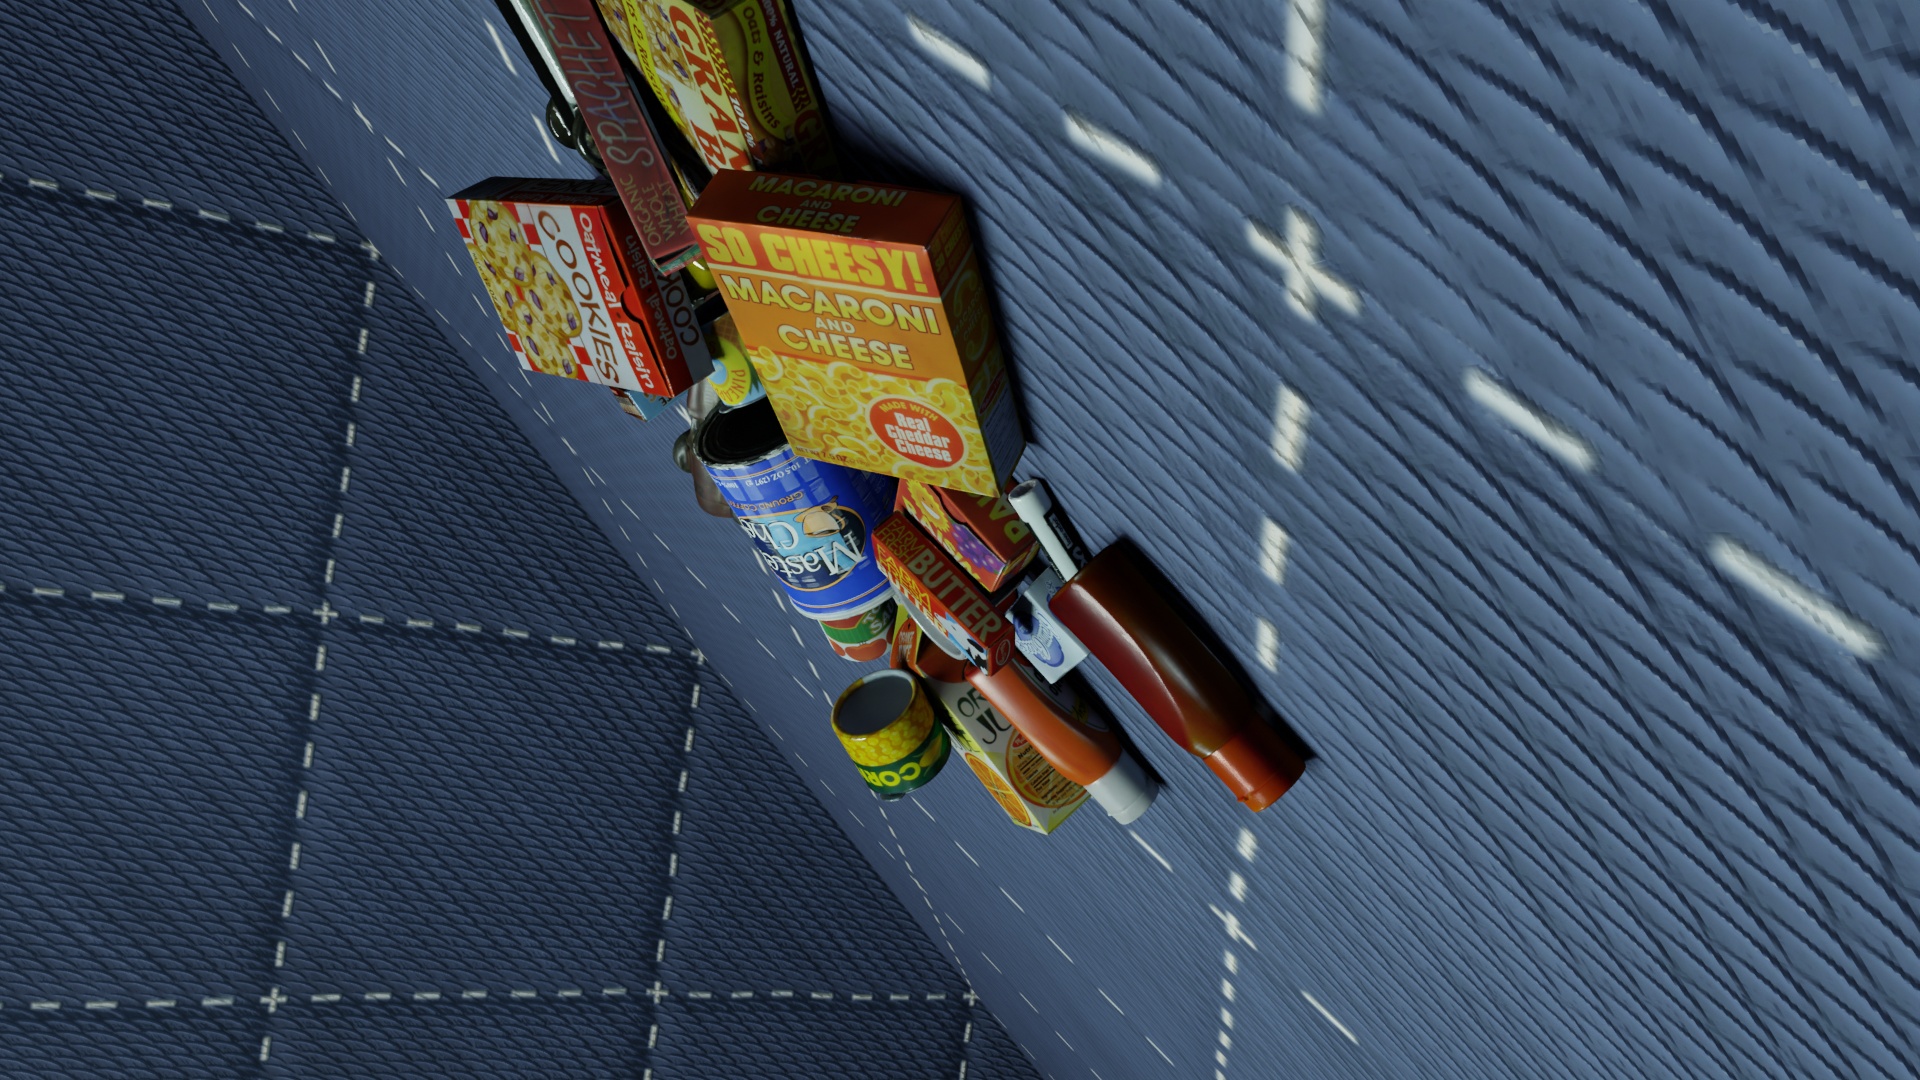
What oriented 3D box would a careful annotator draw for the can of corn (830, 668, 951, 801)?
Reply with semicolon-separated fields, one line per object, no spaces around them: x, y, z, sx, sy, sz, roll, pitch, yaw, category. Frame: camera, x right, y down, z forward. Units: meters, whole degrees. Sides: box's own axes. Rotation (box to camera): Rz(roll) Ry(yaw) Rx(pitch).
-0.048;0.131;0.942;0.071;0.071;0.058;28;151;51;can of corn

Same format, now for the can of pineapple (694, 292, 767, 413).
-0.138;-0.124;0.876;0.057;0.071;0.071;58;162;-25;can of pineapple

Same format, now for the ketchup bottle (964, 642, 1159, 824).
0.068;0.123;0.916;0.149;0.043;0.065;46;-162;-5;ketchup bottle

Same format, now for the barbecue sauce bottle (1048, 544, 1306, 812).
0.110;0.071;0.703;0.148;0.044;0.064;47;163;6;barbecue sauce bottle

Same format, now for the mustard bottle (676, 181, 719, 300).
-0.174;-0.182;0.880;0.065;0.049;0.160;54;163;-10;mustard bottle

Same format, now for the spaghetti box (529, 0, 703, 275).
-0.192;-0.253;0.694;0.050;0.029;0.249;-150;35;-82;spaghetti box

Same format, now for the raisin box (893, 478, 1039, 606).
0.003;-0.010;0.813;0.086;0.040;0.123;48;163;9;raisin box

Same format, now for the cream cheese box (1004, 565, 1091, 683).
0.056;0.053;0.841;0.053;0.024;0.103;47;164;6;cream cheese box

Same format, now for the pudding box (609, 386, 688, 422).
-0.224;-0.129;1.068;0.050;0.084;0.030;25;150;56;pudding box

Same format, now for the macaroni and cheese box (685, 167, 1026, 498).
-0.044;-0.097;0.663;0.124;0.040;0.165;12;147;23;macaroni and cheese box

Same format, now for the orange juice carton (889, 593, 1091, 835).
0.018;0.108;0.977;0.192;0.073;0.071;52;164;-6;orange juice carton

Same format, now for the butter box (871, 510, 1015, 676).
-0.010;0.032;0.825;0.103;0.024;0.053;44;164;18;butter box

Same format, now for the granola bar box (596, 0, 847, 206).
-0.111;-0.208;0.672;0.124;0.039;0.164;39;161;35;granola bar box

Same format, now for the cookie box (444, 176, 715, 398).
-0.235;-0.157;0.854;0.167;0.040;0.122;14;132;40;cookie box

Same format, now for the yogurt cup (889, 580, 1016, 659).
-0.001;0.035;0.898;0.072;0.054;0.072;44;163;18;yogurt cup

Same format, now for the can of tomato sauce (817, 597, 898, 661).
-0.086;0.052;1.146;0.071;0.071;0.082;39;161;33;can of tomato sauce

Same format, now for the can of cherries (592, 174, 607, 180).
-0.257;-0.221;0.995;0.071;0.058;0.071;44;162;18;can of cherries
